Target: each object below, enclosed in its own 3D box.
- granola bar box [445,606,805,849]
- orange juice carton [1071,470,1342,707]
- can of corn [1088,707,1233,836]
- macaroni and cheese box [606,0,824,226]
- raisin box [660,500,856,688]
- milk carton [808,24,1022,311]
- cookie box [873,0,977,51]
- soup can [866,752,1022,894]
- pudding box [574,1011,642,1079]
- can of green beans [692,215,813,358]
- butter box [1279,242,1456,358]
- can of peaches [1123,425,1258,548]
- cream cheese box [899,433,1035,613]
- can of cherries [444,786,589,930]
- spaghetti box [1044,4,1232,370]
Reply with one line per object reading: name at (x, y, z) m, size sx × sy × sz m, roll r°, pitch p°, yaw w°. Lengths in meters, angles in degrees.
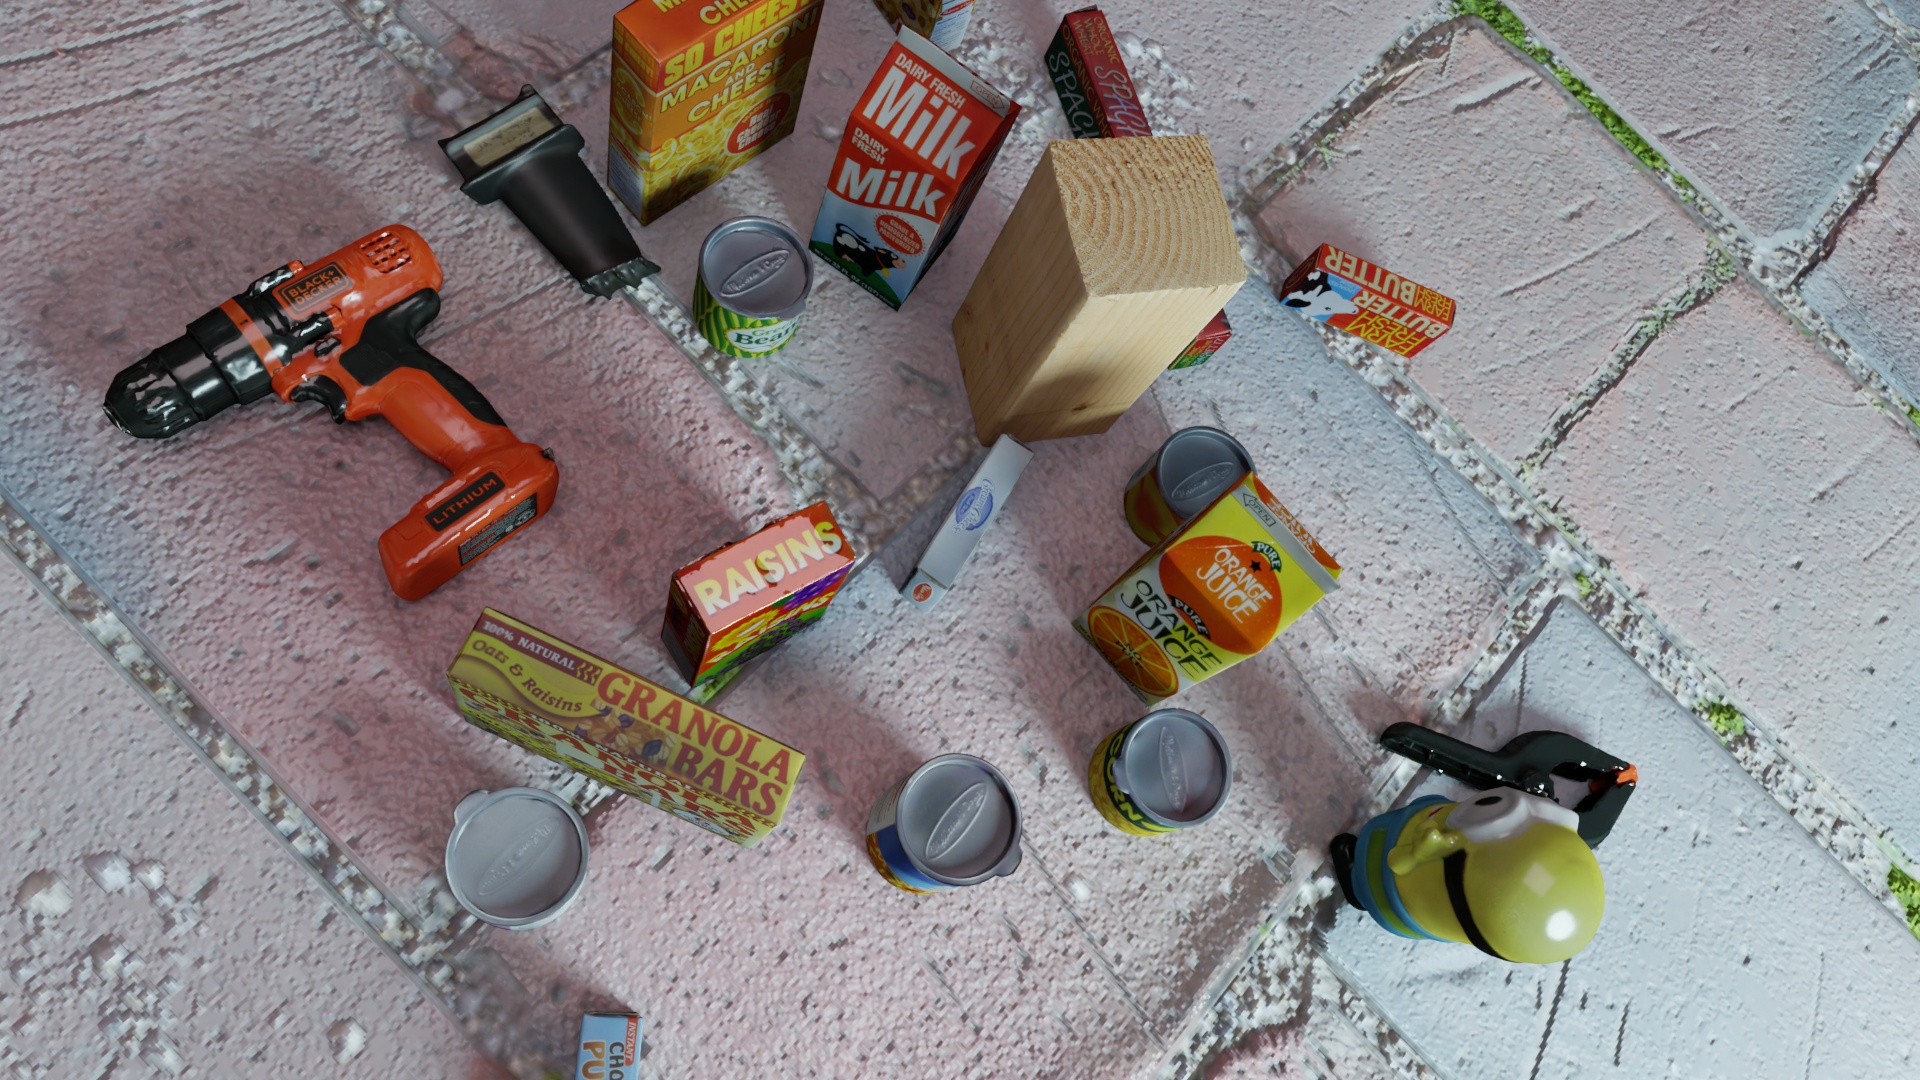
granola bar box at (-0.165, 0.097, 0.691) m, size 0.165 × 0.123 × 0.039 m, roll 26°, pitch 68°, yaw -6°
orange juice carton at (0.138, 0.026, 0.760) m, size 0.073 × 0.192 × 0.072 m, roll -41°, pitch 86°, yaw -23°
can of corn at (0.110, 0.133, 0.790) m, size 0.071 × 0.058 × 0.071 m, roll 5°, pitch 71°, yaw -14°
macaroni and cheese box at (-0.142, -0.265, 0.796) m, size 0.124 × 0.166 × 0.040 m, roll -40°, pitch 86°, yaw -23°
raisin box at (-0.109, 0.030, 0.730) m, size 0.086 × 0.123 × 0.040 m, roll -27°, pitch 81°, yaw -21°
milk carton at (-0.026, -0.217, 0.798) m, size 0.072 × 0.190 × 0.074 m, roll 35°, pitch 67°, yaw -2°
cookie box at (-0.029, -0.403, 0.872) m, size 0.040 × 0.167 × 0.123 m, roll -32°, pitch 83°, yaw -22°
soup can at (-0.009, 0.154, 0.737) m, size 0.071 × 0.083 × 0.071 m, roll 5°, pitch 71°, yaw -14°
pudding box at (-0.172, 0.272, 0.671) m, size 0.030 × 0.049 × 0.084 m, roll 6°, pitch 71°, yaw -13°
can of green beans at (-0.124, -0.149, 0.821) m, size 0.071 × 0.057 × 0.071 m, roll 5°, pitch 71°, yaw -14°
butter box at (0.274, -0.160, 0.935) m, size 0.103 × 0.053 × 0.024 m, roll 21°, pitch 68°, yaw -7°
can of peaches at (0.141, -0.027, 0.852) m, size 0.071 × 0.058 × 0.071 m, roll 5°, pitch 71°, yaw -14°
cream cheese box at (0.003, -0.010, 0.811) m, size 0.024 × 0.053 × 0.104 m, roll 34°, pitch 67°, yaw -2°
can of cherries at (-0.221, 0.157, 0.692) m, size 0.071 × 0.058 × 0.071 m, roll 5°, pitch 71°, yaw -14°
spaghetti box at (0.114, -0.234, 0.918) m, size 0.029 × 0.050 × 0.250 m, roll -15°, pitch 76°, yaw -19°
